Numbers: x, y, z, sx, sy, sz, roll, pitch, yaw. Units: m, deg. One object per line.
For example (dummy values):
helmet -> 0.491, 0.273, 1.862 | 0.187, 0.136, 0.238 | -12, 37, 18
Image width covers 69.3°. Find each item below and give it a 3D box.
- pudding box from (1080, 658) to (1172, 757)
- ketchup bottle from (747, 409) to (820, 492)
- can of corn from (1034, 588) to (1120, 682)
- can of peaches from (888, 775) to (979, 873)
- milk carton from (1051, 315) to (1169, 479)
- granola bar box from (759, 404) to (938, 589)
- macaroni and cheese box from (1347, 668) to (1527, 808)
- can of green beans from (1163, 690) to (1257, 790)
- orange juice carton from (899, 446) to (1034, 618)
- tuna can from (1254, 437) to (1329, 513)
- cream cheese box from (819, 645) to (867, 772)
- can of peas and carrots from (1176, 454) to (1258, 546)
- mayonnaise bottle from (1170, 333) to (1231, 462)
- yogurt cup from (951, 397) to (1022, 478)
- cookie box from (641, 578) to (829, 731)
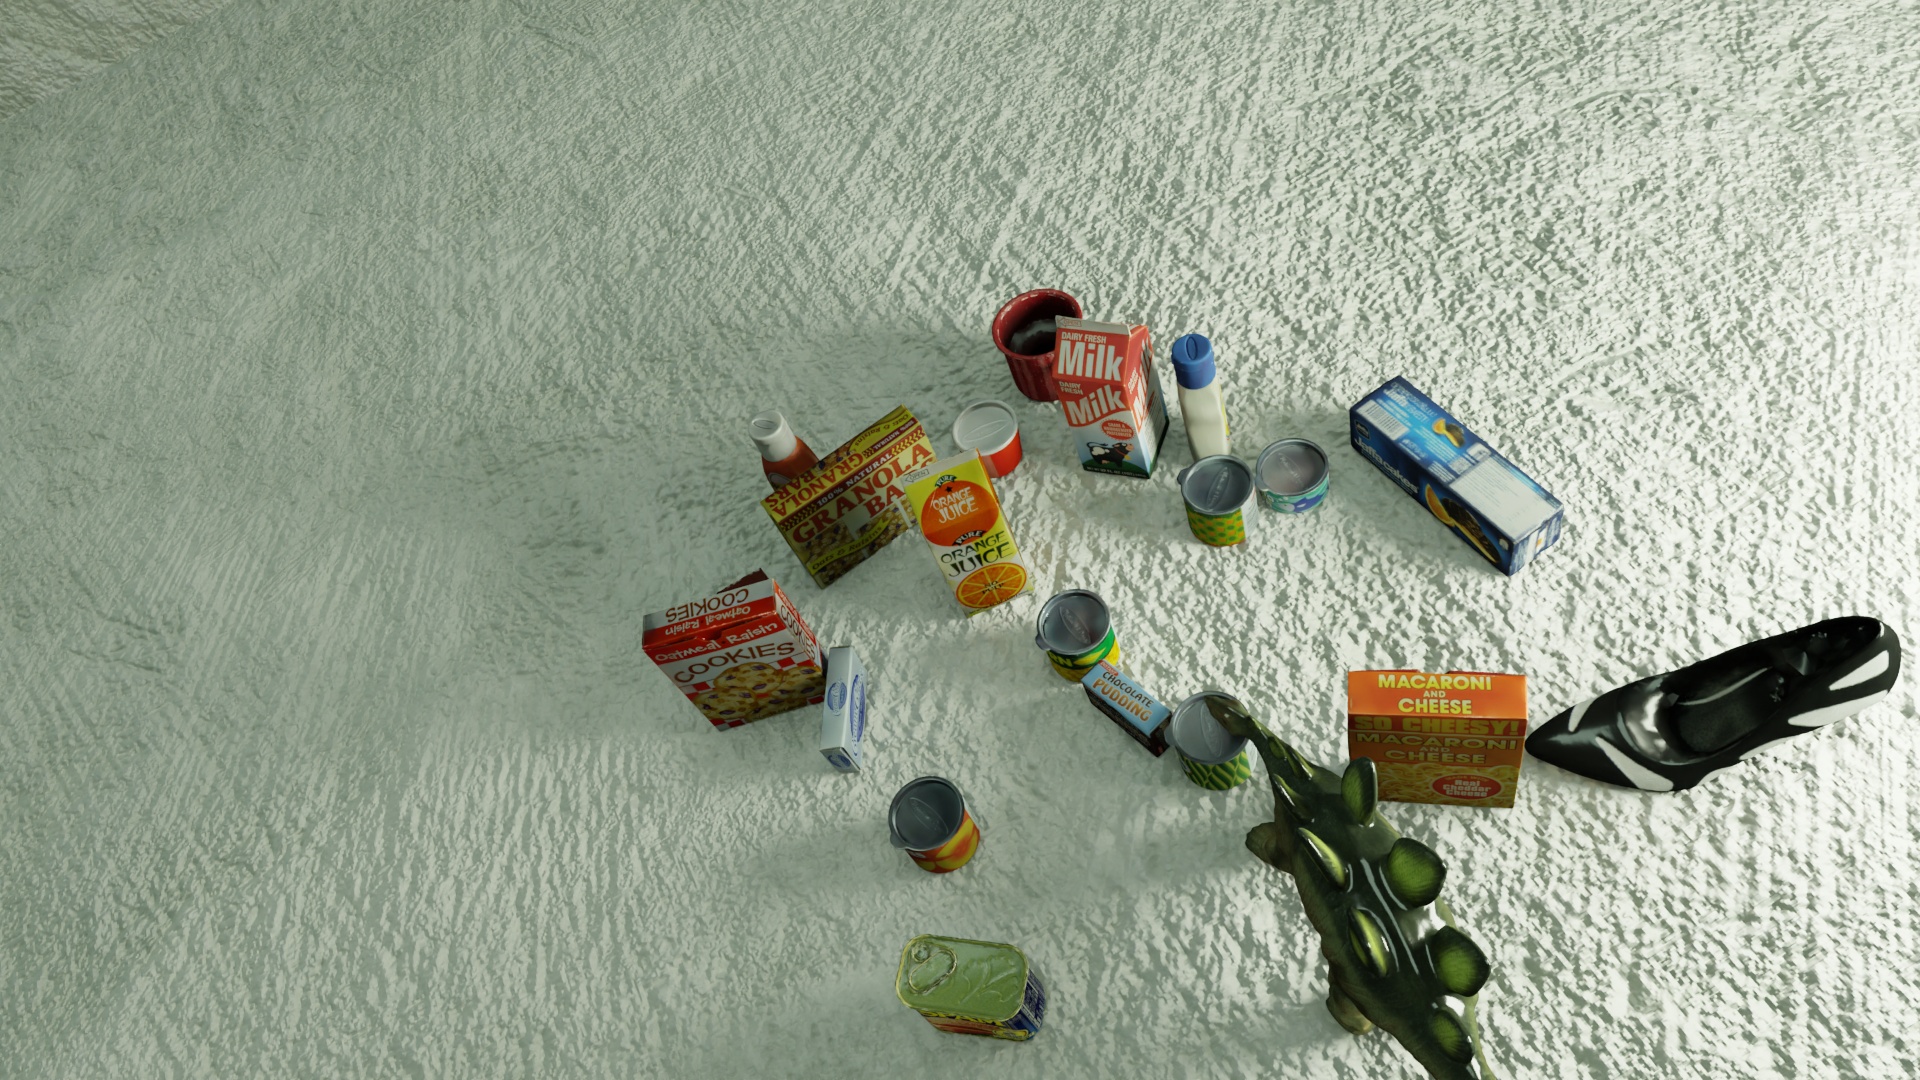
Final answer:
pudding box -> 0.146, 0.143, 1.194 | 0.030, 0.049, 0.084 | -43, 56, -13
ketchup bottle -> -0.166, -0.072, 1.373 | 0.065, 0.148, 0.044 | 12, 62, 24
can of corn -> 0.104, 0.087, 1.239 | 0.071, 0.058, 0.071 | -8, 56, 12
can of peaches -> -0.023, 0.243, 1.175 | 0.071, 0.057, 0.071 | -8, 56, 12
milk carton -> 0.140, -0.143, 1.299 | 0.072, 0.189, 0.074 | 10, 61, 23
granola bar box -> -0.096, -0.040, 1.345 | 0.166, 0.123, 0.039 | -36, 54, -7
macaroni and cheese box -> 0.357, 0.151, 1.050 | 0.124, 0.165, 0.040 | 0, 58, 17
can of green beans -> 0.211, 0.167, 1.153 | 0.071, 0.057, 0.071 | -8, 56, 12
orange juice carton -> 0.004, -0.016, 1.255 | 0.072, 0.192, 0.073 | -22, 54, 3
tuna can -> 0.306, -0.058, 1.289 | 0.071, 0.032, 0.071 | -8, 56, 12
cream cheese box -> -0.105, 0.153, 1.262 | 0.024, 0.053, 0.104 | -7, 56, 13
can of peas and carrots -> 0.237, -0.036, 1.279 | 0.071, 0.058, 0.071 | -8, 56, 12
mayonnaise bottle -> 0.224, -0.131, 1.292 | 0.041, 0.147, 0.065 | -10, 55, 11
yogurt cup -> 0.030, -0.099, 1.388 | 0.072, 0.053, 0.073 | -8, 56, 12
cookie box -> -0.194, 0.107, 1.251 | 0.123, 0.166, 0.040 | -17, 54, 6
